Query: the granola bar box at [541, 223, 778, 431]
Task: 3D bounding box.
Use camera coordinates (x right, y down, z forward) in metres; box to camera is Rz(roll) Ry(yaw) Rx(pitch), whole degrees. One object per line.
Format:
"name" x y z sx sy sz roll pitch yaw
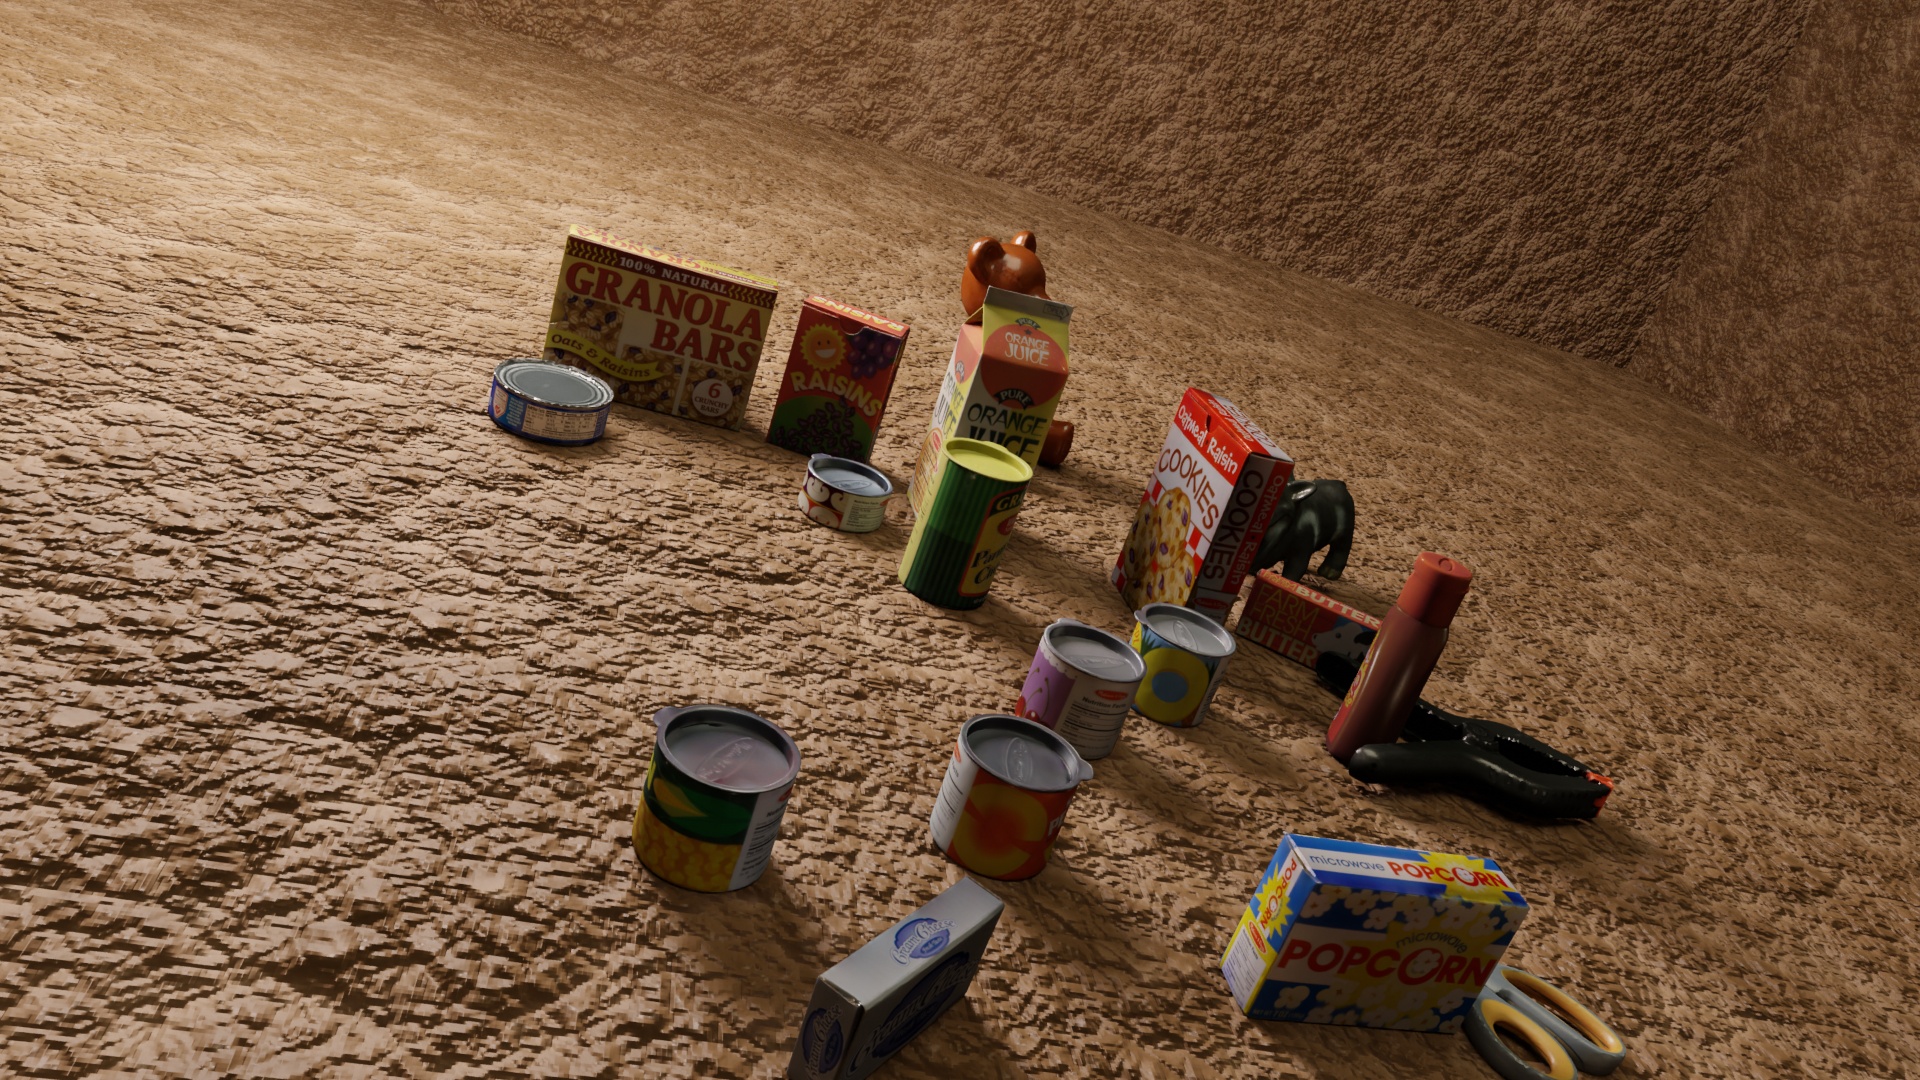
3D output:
"granola bar box" -0.240 -0.167 1.104 0.166 0.123 0.039 13 23 -14

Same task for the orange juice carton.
"orange juice carton" 0.024 -0.098 1.066 0.072 0.191 0.073 12 23 -19

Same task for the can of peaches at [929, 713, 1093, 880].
"can of peaches" 0.025 0.132 0.713 0.071 0.057 0.071 16 22 -7

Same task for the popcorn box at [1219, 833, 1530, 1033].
"popcorn box" 0.201 0.193 0.678 0.127 0.085 0.038 11 23 -19

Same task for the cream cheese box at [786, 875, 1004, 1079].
"cream cheese box" -0.024 0.181 0.565 0.024 0.053 0.104 30 25 25

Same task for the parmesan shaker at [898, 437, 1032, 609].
"parmesan shaker" 0.003 -0.012 0.969 0.071 0.102 0.071 16 22 -7

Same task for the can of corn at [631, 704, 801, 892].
"can of corn" -0.115 0.116 0.636 0.071 0.058 0.071 16 22 -7

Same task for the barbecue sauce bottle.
"barbecue sauce bottle" 0.294 0.080 0.929 0.044 0.148 0.065 26 23 17

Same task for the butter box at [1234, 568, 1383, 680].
"butter box" 0.267 0.067 1.064 0.103 0.053 0.024 25 23 15

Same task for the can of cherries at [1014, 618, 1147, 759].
"can of cherries" 0.072 0.090 0.847 0.071 0.058 0.072 16 22 -7

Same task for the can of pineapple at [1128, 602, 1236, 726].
"can of pineapple" 0.140 0.081 0.922 0.071 0.057 0.071 16 22 -7

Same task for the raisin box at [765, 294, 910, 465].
"raisin box" -0.100 -0.127 1.124 0.086 0.123 0.040 20 22 2

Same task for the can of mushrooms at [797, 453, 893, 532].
"can of mushrooms" -0.088 -0.036 1.042 0.071 0.033 0.071 16 22 -7

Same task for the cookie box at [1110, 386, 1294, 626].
"cookie box" 0.173 -0.012 1.021 0.040 0.166 0.123 11 23 -19
